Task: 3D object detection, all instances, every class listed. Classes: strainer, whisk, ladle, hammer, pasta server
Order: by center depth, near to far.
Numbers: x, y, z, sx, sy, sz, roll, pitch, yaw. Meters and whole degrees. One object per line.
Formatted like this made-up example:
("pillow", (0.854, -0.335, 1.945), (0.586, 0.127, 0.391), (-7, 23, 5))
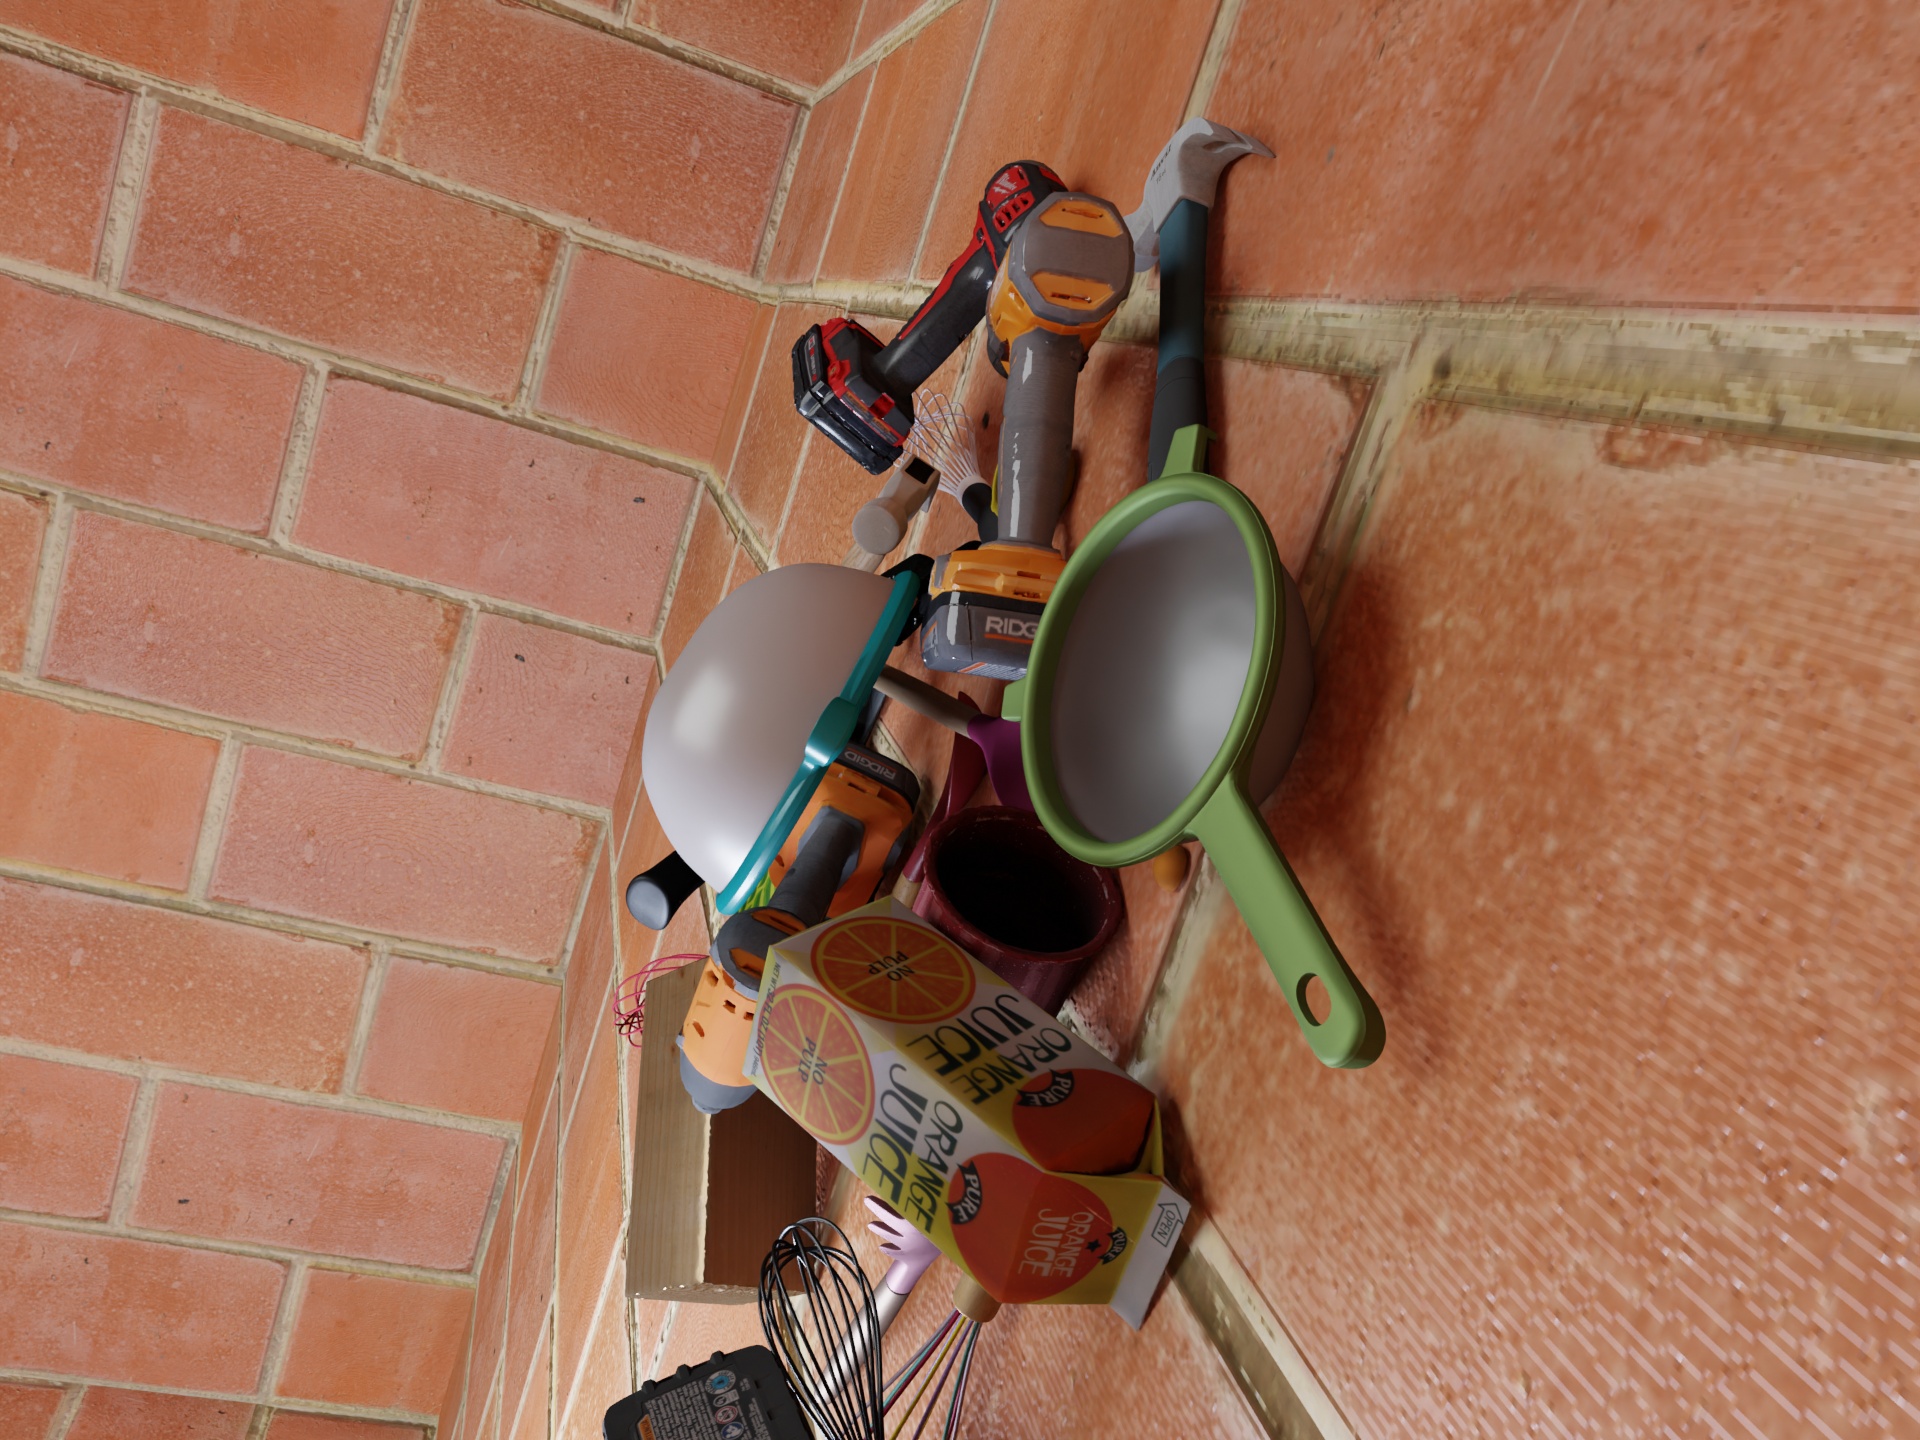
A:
("strainer", (0.104, 0.021, 0.568), (0.151, 0.069, 0.257), (-57, 35, 29))
("whisk", (-0.035, 0.324, 0.680), (0.239, 0.055, 0.055), (62, 140, 34))
("whisk", (-0.003, 0.282, 0.716), (0.051, 0.047, 0.245), (46, 117, 50))
("hammer", (0.104, -0.152, 0.754), (0.128, 0.033, 0.331), (130, 150, -57))
("strainer", (-0.104, -0.009, 0.795), (0.211, 0.095, 0.340), (-61, 6, -5))
("pasta server", (-0.041, 0.285, 0.800), (0.040, 0.060, 0.316), (45, 142, 19))
("ladle", (-0.039, 0.116, 0.996), (0.069, 0.031, 0.315), (-83, 13, -58))
("whisk", (0.003, -0.161, 1.059), (0.285, 0.070, 0.070), (-119, 46, -60))
("hammer", (-0.106, -0.046, 1.062), (0.331, 0.031, 0.130), (-52, 5, 35))
("hammer", (-0.132, 0.054, 1.081), (0.146, 0.035, 0.335), (-64, -8, 23))
("whisk", (-0.172, 0.190, 1.197), (0.296, 0.073, 0.073), (-30, 44, 39))

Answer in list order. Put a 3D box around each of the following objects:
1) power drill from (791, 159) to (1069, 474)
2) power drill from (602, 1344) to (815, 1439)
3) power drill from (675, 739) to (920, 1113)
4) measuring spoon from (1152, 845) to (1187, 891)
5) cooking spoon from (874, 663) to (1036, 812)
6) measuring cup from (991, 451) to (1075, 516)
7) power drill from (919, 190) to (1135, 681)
("power drill", (-0.012, -0.281, 1.064), (0.219, 0.078, 0.143), (-40, 32, 21))
("power drill", (-0.073, 0.400, 0.657), (0.191, 0.080, 0.228), (-143, 39, -63))
("power drill", (-0.108, 0.133, 0.995), (0.227, 0.084, 0.164), (-64, 0, -51))
("measuring spoon", (0.081, 0.033, 0.704), (0.117, 0.011, 0.021), (-100, 29, -54))
("cooking spoon", (-0.001, -0.003, 0.883), (0.319, 0.017, 0.069), (27, 98, 59))
("measuring cup", (0.053, -0.101, 0.902), (0.062, 0.029, 0.157), (-50, 41, 42))
("power drill", (0.032, -0.135, 0.821), (0.185, 0.084, 0.226), (171, 107, -83))
